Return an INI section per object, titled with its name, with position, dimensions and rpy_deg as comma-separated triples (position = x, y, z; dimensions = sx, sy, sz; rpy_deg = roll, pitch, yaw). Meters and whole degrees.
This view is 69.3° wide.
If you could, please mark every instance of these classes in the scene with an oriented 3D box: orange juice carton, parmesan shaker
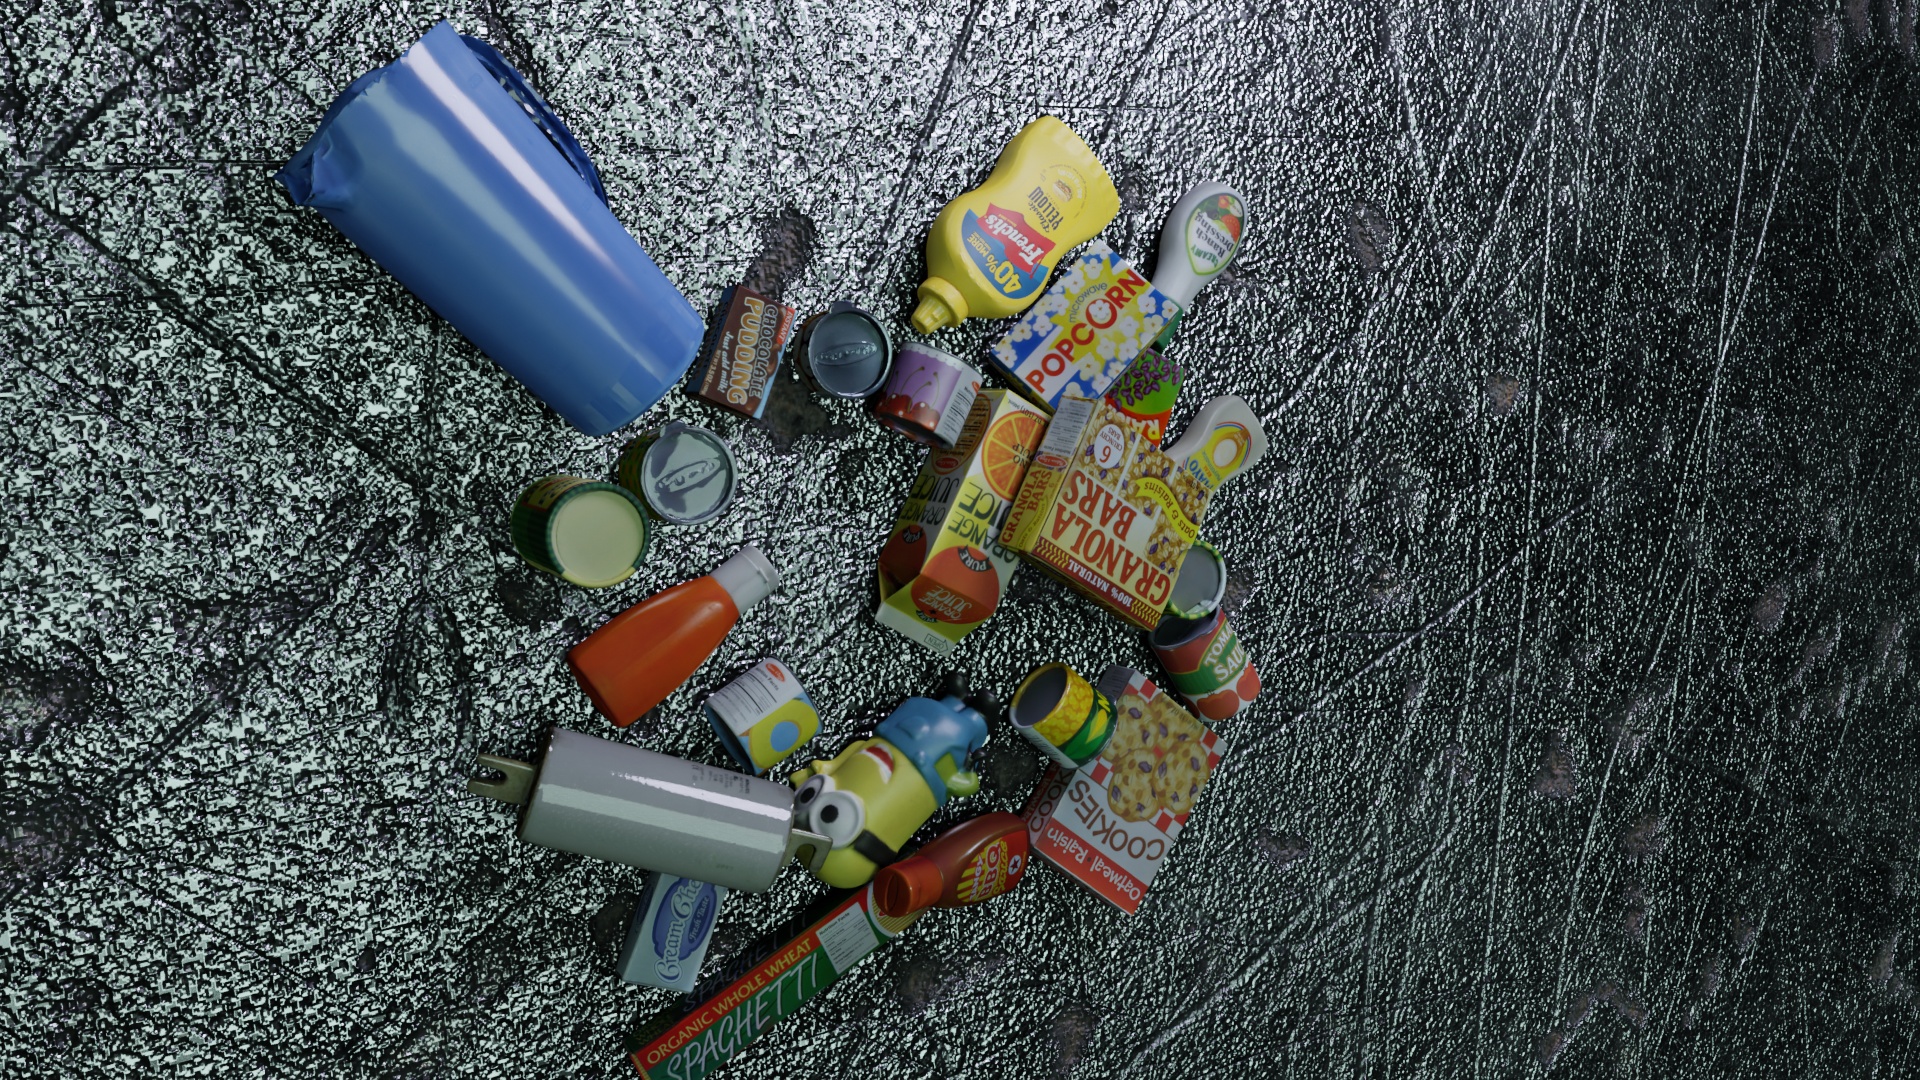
[orange juice carton]
position = 0.004, -0.013, 1.039
dimensions = 0.072, 0.073, 0.193
rpy_deg = 30, 80, -28
[parmesan shaker]
position = -0.240, -0.008, 0.886
dimensions = 0.071, 0.103, 0.071
rpy_deg = -2, 95, -29

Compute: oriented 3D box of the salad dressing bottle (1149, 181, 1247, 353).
[salad dressing bottle]
position = 0.184, -0.223, 1.140
dimensions = 0.064, 0.044, 0.148
rpy_deg = 34, 78, -26

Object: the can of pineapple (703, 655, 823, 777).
[can of pineapple]
position = -0.138, 0.125, 0.975
dimensions = 0.058, 0.071, 0.071
rpy_deg = -34, 109, -22

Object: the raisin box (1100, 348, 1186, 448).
[raisin box]
position = 0.120, -0.099, 1.117
dimensions = 0.086, 0.040, 0.123
rpy_deg = 25, 81, -29

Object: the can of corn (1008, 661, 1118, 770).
[can of corn]
position = 0.082, 0.136, 1.098
dimensions = 0.058, 0.071, 0.071
rpy_deg = 41, 75, -25

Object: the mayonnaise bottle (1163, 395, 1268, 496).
[mayonnaise bottle]
position = 0.191, -0.055, 1.158
dimensions = 0.148, 0.041, 0.064
rpy_deg = -43, 112, -19

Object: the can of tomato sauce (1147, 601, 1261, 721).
[can of tomato sauce]
position = 0.206, 0.100, 1.162
dimensions = 0.071, 0.071, 0.083
rpy_deg = -40, 112, -20

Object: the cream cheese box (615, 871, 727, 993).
[cream cheese box]
position = -0.198, 0.261, 0.975
dimensions = 0.053, 0.024, 0.104
rpy_deg = 22, 83, -28

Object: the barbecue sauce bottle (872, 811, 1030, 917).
[barbecue sauce bottle]
position = -0.006, 0.246, 1.038
dimensions = 0.149, 0.044, 0.064
rpy_deg = -2, 106, -54

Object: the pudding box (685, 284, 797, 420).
[pudding box]
position = -0.152, -0.130, 0.968
dimensions = 0.049, 0.030, 0.084
rpy_deg = 23, 83, -29

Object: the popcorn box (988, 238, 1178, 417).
[popcorn box]
position = 0.094, -0.157, 1.068
dimensions = 0.085, 0.038, 0.127
rpy_deg = 43, 83, 6

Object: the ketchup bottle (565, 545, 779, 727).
[ketchup bottle]
position = -0.192, 0.060, 0.952
dimensions = 0.149, 0.043, 0.064
rpy_deg = -38, 112, -22

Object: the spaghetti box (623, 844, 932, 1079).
[spaghetti box]
position = -0.126, 0.313, 1.017
dimensions = 0.251, 0.028, 0.050
rpy_deg = -31, 108, -24

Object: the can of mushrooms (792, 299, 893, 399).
[can of mushrooms]
position = -0.085, -0.137, 1.003
dimensions = 0.071, 0.033, 0.071
rpy_deg = -3, 96, -28

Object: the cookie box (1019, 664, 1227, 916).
[cookie box]
position = 0.132, 0.206, 1.147
dimensions = 0.123, 0.040, 0.168
rpy_deg = 39, 74, -26

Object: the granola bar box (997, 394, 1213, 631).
[granola bar box]
position = 0.114, -0.018, 1.051
dimensions = 0.165, 0.039, 0.124
rpy_deg = 31, 79, -42

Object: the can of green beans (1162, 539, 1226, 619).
[can of green beans]
position = 0.176, 0.030, 1.147
dimensions = 0.071, 0.058, 0.071
rpy_deg = -3, 95, -29

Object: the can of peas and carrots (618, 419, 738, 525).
[can of peas and carrots]
position = -0.192, -0.046, 0.936
dimensions = 0.071, 0.058, 0.071
rpy_deg = -2, 94, -29

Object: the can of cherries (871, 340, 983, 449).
[can of cherries]
position = -0.027, -0.107, 1.022
dimensions = 0.071, 0.071, 0.058
rpy_deg = 27, 82, -28
